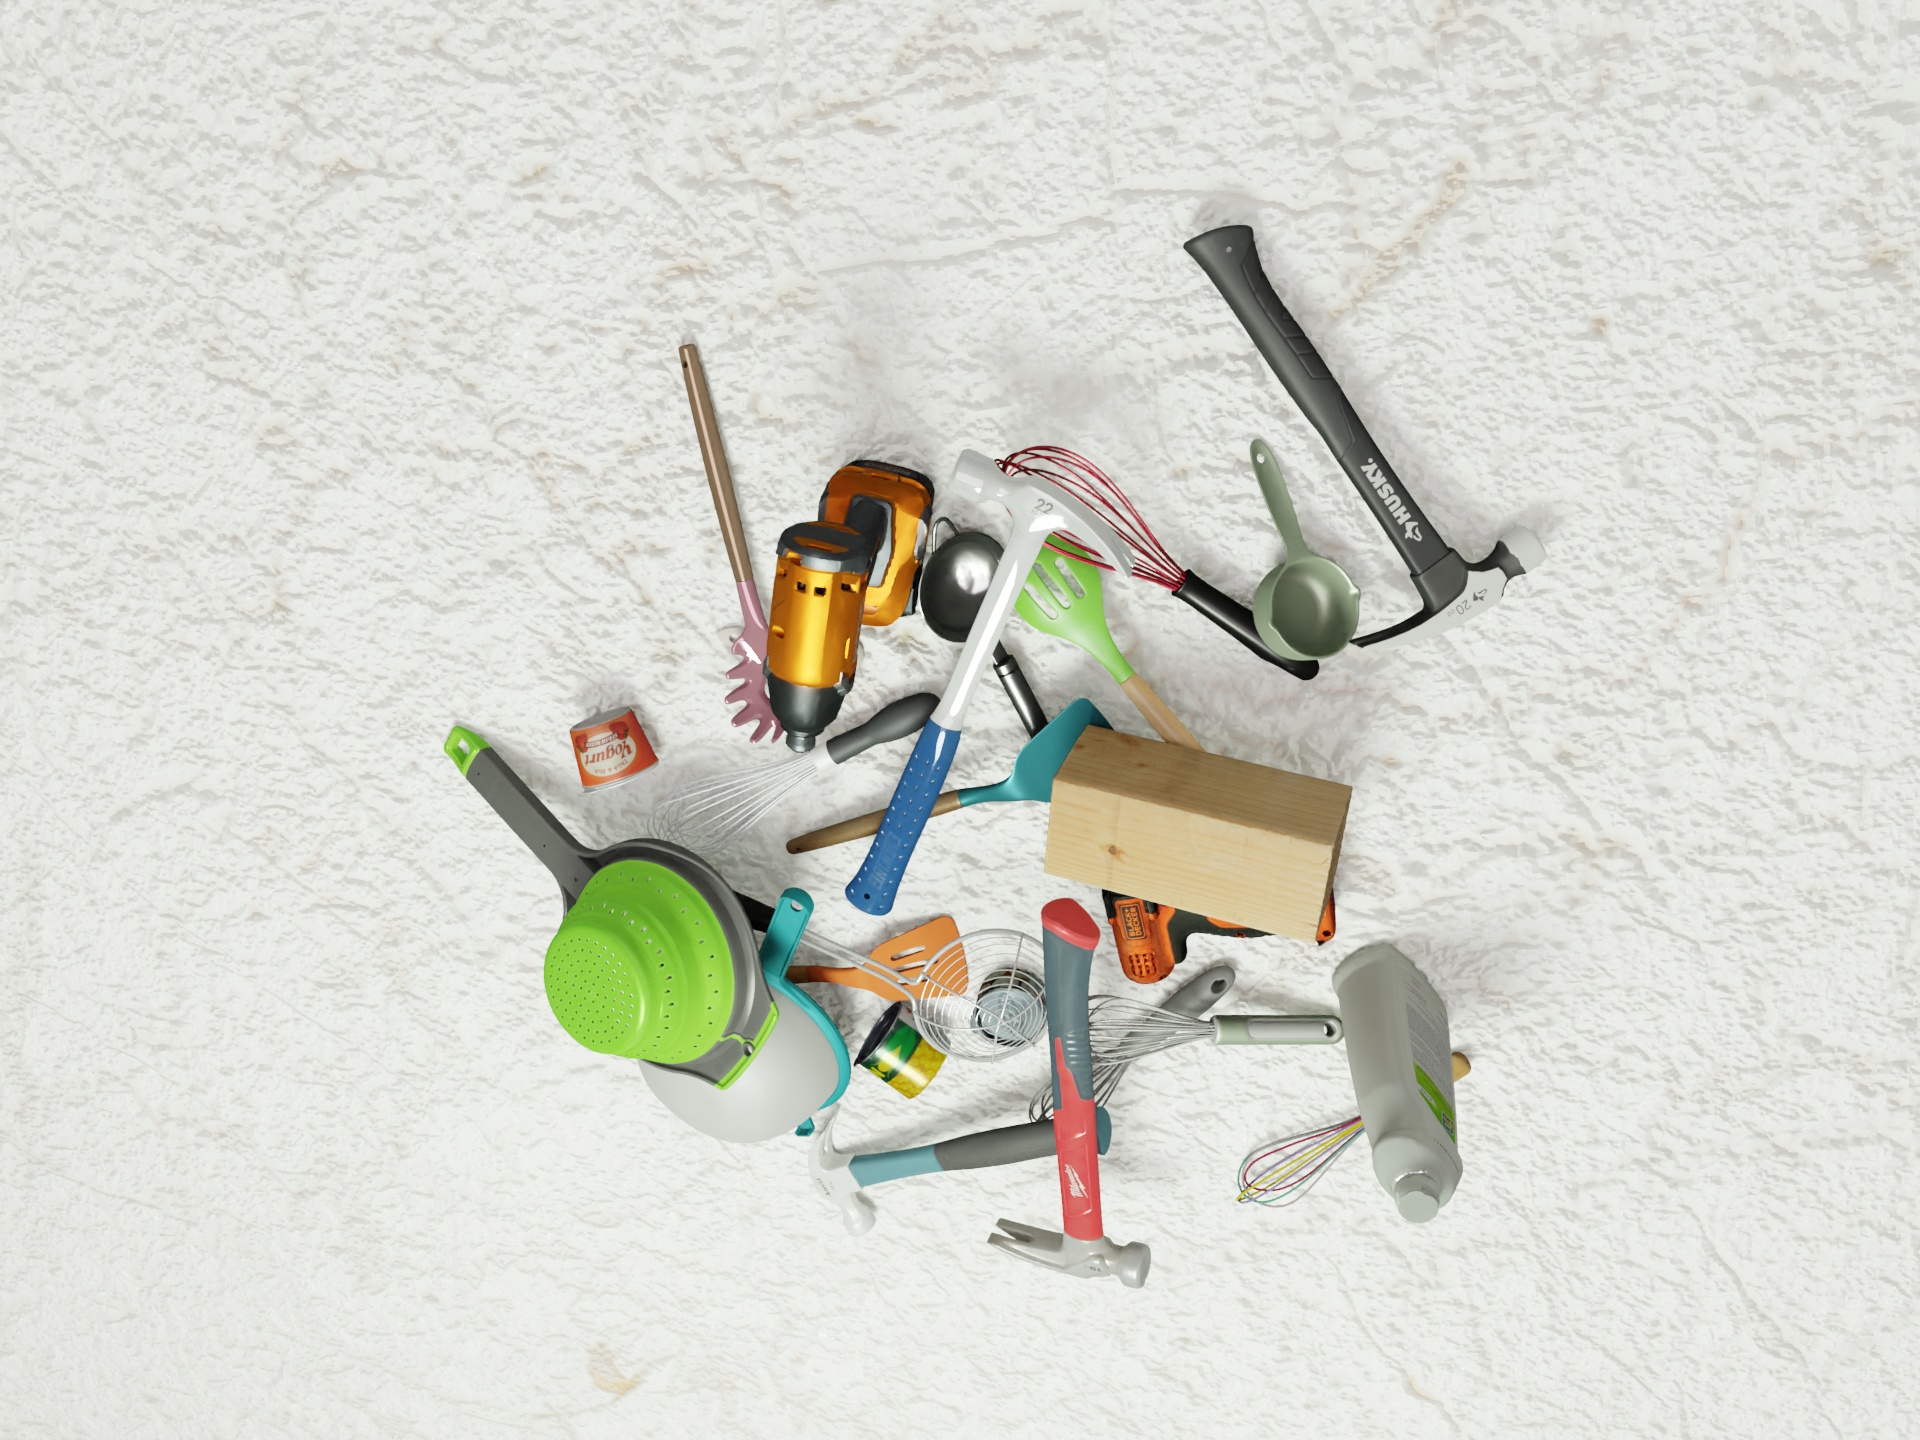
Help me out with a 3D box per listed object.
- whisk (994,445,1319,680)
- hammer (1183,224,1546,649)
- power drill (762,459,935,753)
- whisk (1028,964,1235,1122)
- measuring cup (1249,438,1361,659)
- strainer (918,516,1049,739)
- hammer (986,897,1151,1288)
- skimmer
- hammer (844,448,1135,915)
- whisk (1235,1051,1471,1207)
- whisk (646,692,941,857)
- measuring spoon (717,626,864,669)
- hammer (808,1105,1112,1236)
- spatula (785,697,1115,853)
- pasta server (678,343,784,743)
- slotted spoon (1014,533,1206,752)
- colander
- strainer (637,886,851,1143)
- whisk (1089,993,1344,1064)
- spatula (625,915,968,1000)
[{"bbox_3d":[0.148,-0.114,1.185,0.295,0.073,0.073,33,117,-10],"label":"whisk"},{"bbox_3d":[0.261,-0.202,1.114,0.146,0.035,0.334,-37,100,4],"label":"hammer"},{"bbox_3d":[-0.085,-0.086,1.149,0.084,0.227,0.164,13,117,6],"label":"power drill"},{"bbox_3d":[0.150,0.288,1.382,0.055,0.055,0.239,43,112,-10],"label":"whisk"},{"bbox_3d":[0.237,-0.124,1.170,0.083,0.038,0.167,-20,92,-21],"label":"measuring cup"},{"bbox_3d":[0.030,-0.049,1.249,0.087,0.050,0.258,-38,115,-19],"label":"strainer"},{"bbox_3d":[0.078,0.308,1.303,0.143,0.038,0.386,7,122,23],"label":"hammer"},{"bbox_3d":[-0.090,0.188,1.365,0.363,0.090,0.127,20,112,23],"label":"skimmer"},{"bbox_3d":[-0.002,-0.004,1.213,0.144,0.035,0.405,24,123,1],"label":"hammer"},{"bbox_3d":[0.337,0.356,1.382,0.245,0.051,0.047,-39,123,21],"label":"whisk"},{"bbox_3d":[-0.140,0.042,1.321,0.284,0.070,0.070,-26,107,17],"label":"whisk"},{"bbox_3d":[-0.140,-0.058,1.292,0.124,0.018,0.034,9,117,9],"label":"measuring spoon"},{"bbox_3d":[-0.004,0.393,1.437,0.331,0.033,0.128,-20,108,33],"label":"hammer"},{"bbox_3d":[-0.016,0.063,1.305,0.317,0.044,0.082,-18,127,30],"label":"spatula"},{"bbox_3d":[-0.180,-0.135,1.246,0.060,0.040,0.316,0,112,32],"label":"pasta server"},{"bbox_3d":[0.146,-0.014,1.218,0.070,0.031,0.313,-39,94,11],"label":"slotted spoon"},{"bbox_3d":[-0.326,0.151,1.314,0.397,0.094,0.204,43,118,16],"label":"colander"},{"bbox_3d":[-0.191,0.266,1.359,0.211,0.095,0.340,29,137,3],"label":"strainer"},{"bbox_3d":[0.204,0.257,1.323,0.246,0.059,0.058,2,76,-11],"label":"whisk"},{"bbox_3d":[-0.154,0.224,1.429,0.322,0.041,0.081,-4,113,18],"label":"spatula"}]
